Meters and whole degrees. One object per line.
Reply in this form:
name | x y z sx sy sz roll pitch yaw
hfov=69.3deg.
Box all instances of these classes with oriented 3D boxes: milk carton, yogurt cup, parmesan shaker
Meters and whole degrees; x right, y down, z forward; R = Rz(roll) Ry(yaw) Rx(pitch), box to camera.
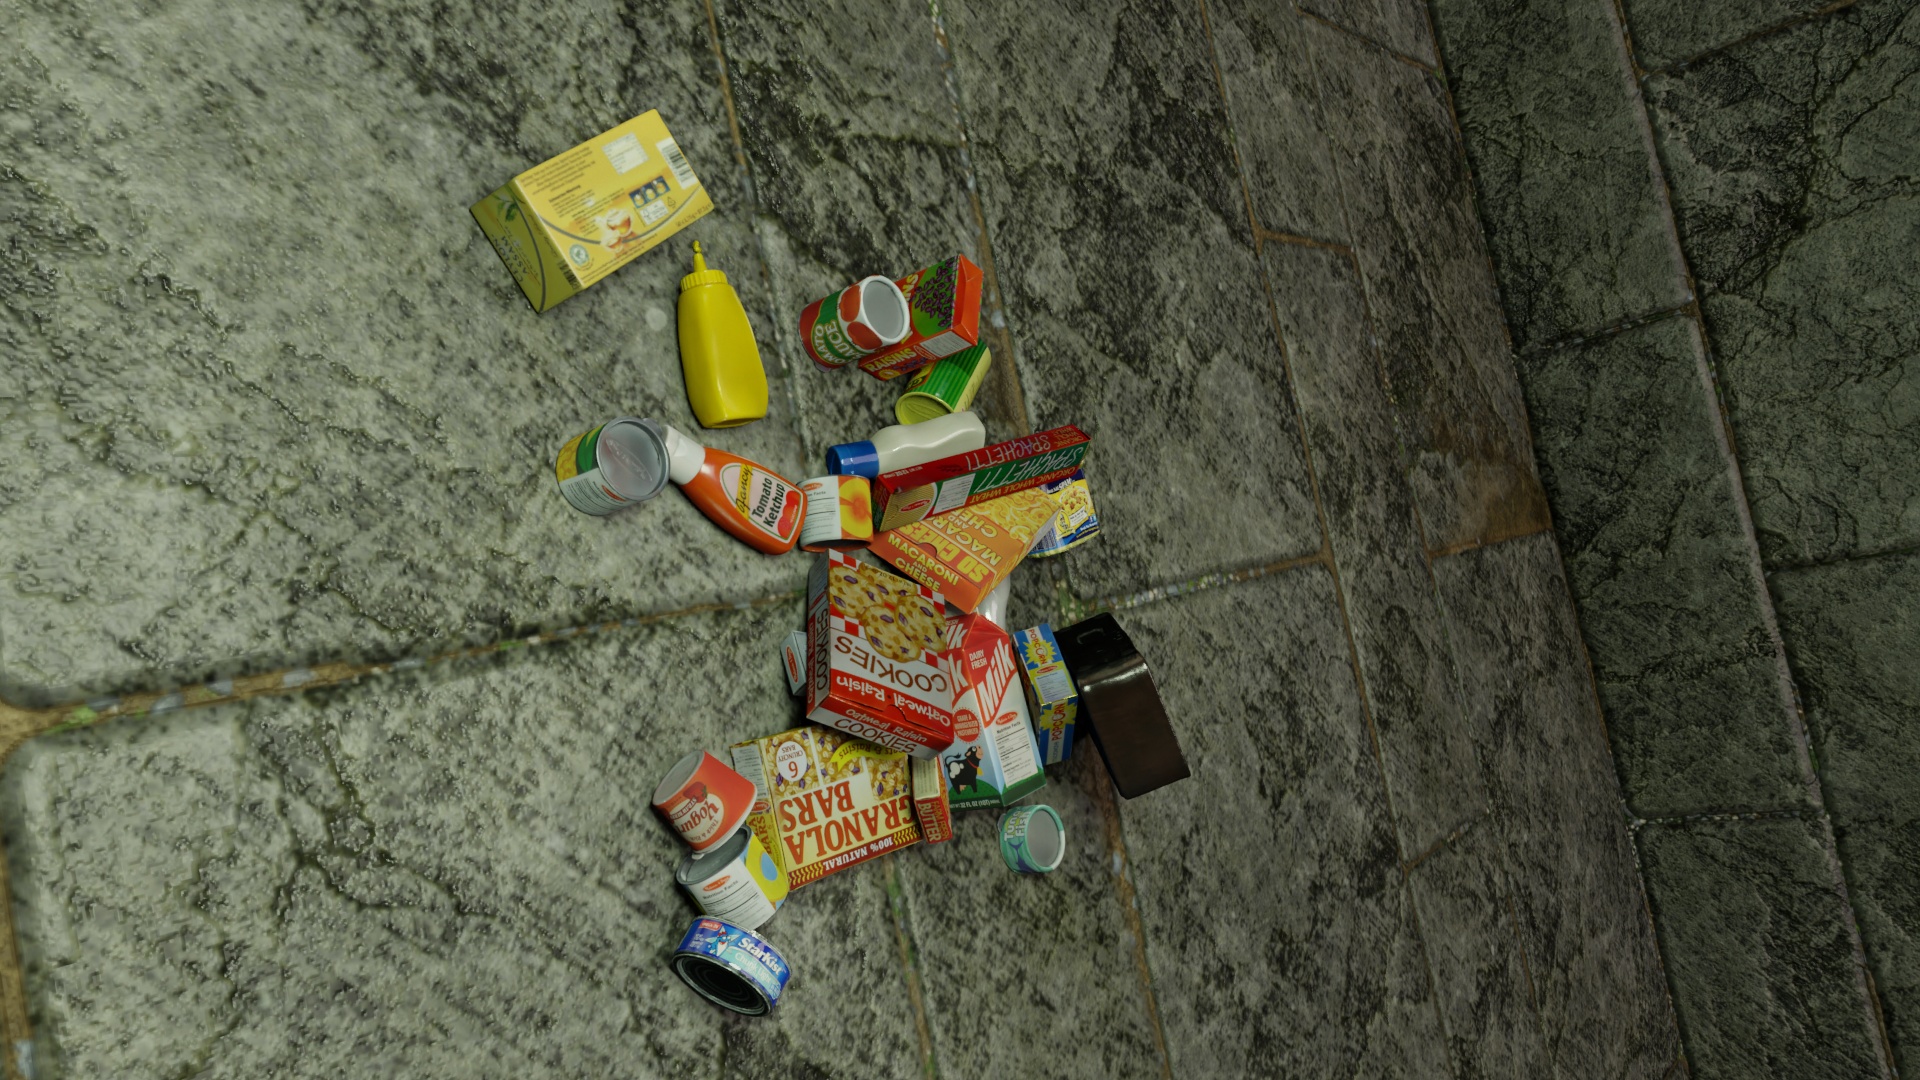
milk carton | 0.011 0.152 1.311 0.074 0.072 0.190 -14 89 -51
yogurt cup | -0.198 0.197 1.063 0.054 0.072 0.073 47 47 -19
parmesan shaker | -0.017 -0.154 1.384 0.071 0.071 0.103 49 45 -28

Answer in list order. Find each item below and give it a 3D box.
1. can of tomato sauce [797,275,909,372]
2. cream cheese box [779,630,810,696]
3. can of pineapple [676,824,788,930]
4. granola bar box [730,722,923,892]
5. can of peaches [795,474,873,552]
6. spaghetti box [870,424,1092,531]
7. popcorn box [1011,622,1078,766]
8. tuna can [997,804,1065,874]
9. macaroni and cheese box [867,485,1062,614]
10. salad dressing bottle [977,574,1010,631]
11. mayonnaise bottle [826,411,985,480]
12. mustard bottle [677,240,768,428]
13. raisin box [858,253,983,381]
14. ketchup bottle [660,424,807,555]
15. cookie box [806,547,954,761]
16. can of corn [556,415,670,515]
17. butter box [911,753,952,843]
can of tomato sauce | -0.099 -0.201 1.288 0.071 0.083 0.071 19 64 -45
cream cheese box | -0.102 0.110 1.205 0.104 0.024 0.053 10 46 -39
can of pineapple | -0.174 0.260 1.067 0.057 0.071 0.071 60 42 -18
granola bar box | -0.109 0.215 1.177 0.166 0.039 0.124 -8 84 -50
can of peaches | -0.110 -0.023 1.231 0.071 0.071 0.058 8 72 -48
spaghetti box | 0.021 -0.062 1.317 0.251 0.049 0.029 -17 53 -37
popcorn box | 0.079 0.151 1.339 0.126 0.038 0.085 90 -17 -53
tuna can | 0.070 0.292 1.362 0.071 0.032 0.071 19 65 -45
macaroni and cheese box | 0.005 -0.017 1.331 0.124 0.040 0.167 33 42 12
salad dressing bottle | 0.024 0.058 1.379 0.064 0.044 0.148 14 69 -53
mayonnaise bottle | -0.051 -0.082 1.300 0.148 0.064 0.041 -11 50 -27
mustard bottle | -0.208 -0.177 1.181 0.065 0.048 0.160 -7 83 -50
raisin box | -0.039 -0.212 1.329 0.040 0.123 0.086 27 58 -42
ketchup bottle | -0.196 -0.045 1.157 0.148 0.043 0.065 33 60 -37
cookie box | -0.069 0.096 1.193 0.123 0.040 0.168 24 38 -26
can of corn | -0.266 -0.058 1.068 0.071 0.058 0.071 18 65 -45
butter box | -0.027 0.215 1.236 0.104 0.024 0.053 -98 175 -59
